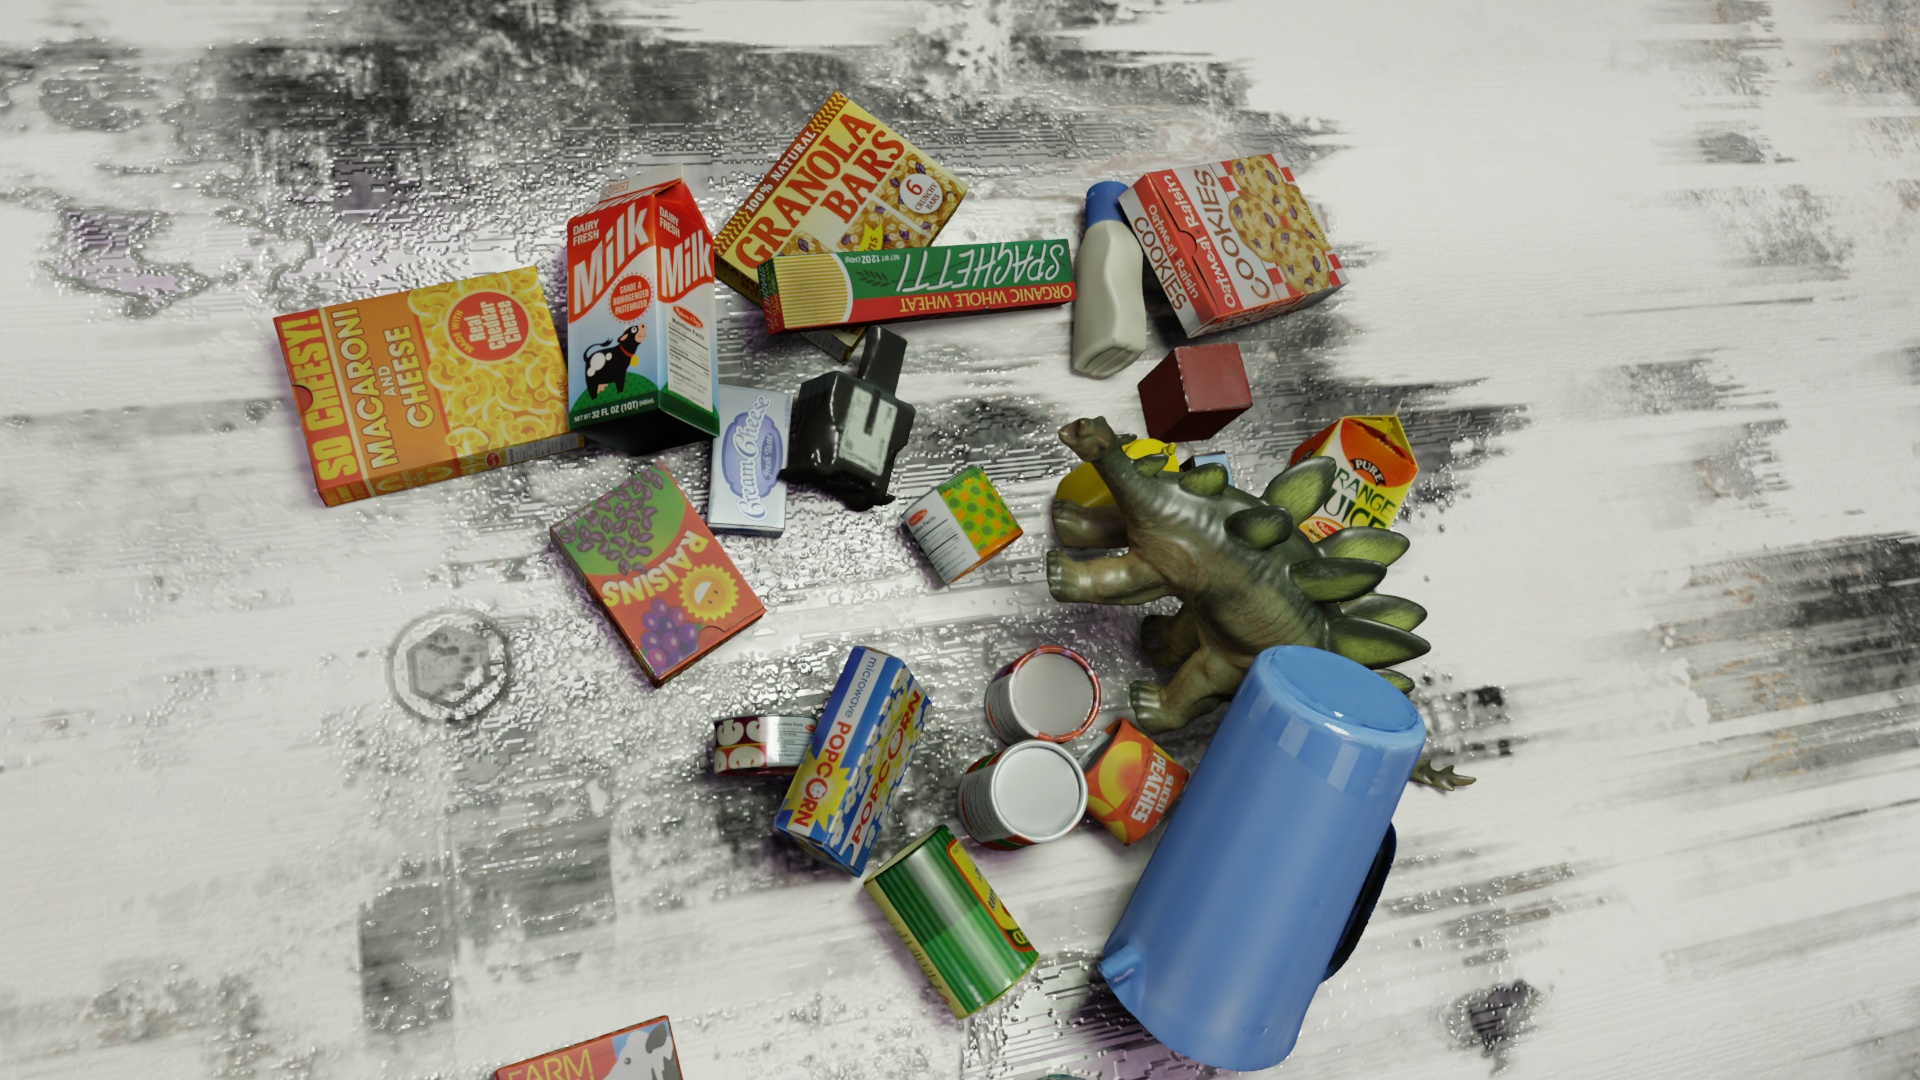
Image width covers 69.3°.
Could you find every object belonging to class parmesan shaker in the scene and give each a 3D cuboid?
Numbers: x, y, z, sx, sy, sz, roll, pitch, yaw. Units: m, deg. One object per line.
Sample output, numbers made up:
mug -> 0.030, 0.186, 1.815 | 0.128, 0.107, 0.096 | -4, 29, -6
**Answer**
parmesan shaker -> -0.006, 0.240, 0.881 | 0.071, 0.071, 0.103 | -34, 85, -21

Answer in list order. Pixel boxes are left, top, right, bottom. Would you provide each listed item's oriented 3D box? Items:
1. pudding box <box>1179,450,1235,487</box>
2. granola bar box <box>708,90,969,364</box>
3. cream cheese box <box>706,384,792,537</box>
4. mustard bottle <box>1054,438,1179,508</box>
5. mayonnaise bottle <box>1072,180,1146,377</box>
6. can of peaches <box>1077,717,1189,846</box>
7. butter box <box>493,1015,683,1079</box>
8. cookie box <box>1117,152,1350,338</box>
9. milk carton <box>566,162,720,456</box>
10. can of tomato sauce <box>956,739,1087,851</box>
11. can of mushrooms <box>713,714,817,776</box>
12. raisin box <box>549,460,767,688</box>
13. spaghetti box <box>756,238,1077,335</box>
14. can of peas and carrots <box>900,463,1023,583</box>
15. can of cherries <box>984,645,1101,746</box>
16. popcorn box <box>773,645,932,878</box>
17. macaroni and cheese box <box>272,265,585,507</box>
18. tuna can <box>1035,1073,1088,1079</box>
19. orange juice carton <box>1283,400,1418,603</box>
pudding box -> 0.182, -0.019, 1.021 | 0.030, 0.049, 0.084 | -6, 76, -18
granola bar box -> -0.089, -0.230, 1.016 | 0.124, 0.039, 0.166 | 35, 68, -4
cream cheese box -> -0.145, -0.055, 0.956 | 0.053, 0.024, 0.104 | 5, 73, -13
mustard bottle -> 0.112, -0.036, 0.949 | 0.065, 0.159, 0.049 | 4, 75, -13
mayonnaise bottle -> 0.113, -0.201, 1.052 | 0.041, 0.064, 0.148 | 14, 66, -25
can of peaches -> 0.112, 0.162, 0.937 | 0.058, 0.071, 0.071 | 41, 68, 0
butter box -> -0.218, 0.323, 0.824 | 0.104, 0.024, 0.053 | -12, 78, -18
cookie box -> 0.214, -0.231, 1.072 | 0.168, 0.040, 0.123 | -19, 80, -38
milk carton -> -0.213, -0.160, 0.930 | 0.072, 0.073, 0.191 | -10, 74, 21
can of tomato sauce -> 0.041, 0.167, 0.909 | 0.071, 0.083, 0.071 | 4, 73, -14
can of mushrooms -> -0.126, 0.131, 0.886 | 0.071, 0.071, 0.033 | 0, 75, -15
raisin box -> -0.198, 0.022, 0.911 | 0.086, 0.040, 0.123 | -34, 86, -22
spaghetti box -> -0.023, -0.183, 0.990 | 0.251, 0.028, 0.050 | -11, 94, -32
can of peas and carrots -> 0.003, -0.012, 0.963 | 0.071, 0.070, 0.059 | -31, 85, -21
can of cherries -> 0.058, 0.107, 0.945 | 0.071, 0.058, 0.071 | 4, 73, -14
popcorn box -> -0.065, 0.141, 0.884 | 0.038, 0.085, 0.127 | 16, 68, 19
macaroni and cheese box -> -0.345, -0.103, 0.908 | 0.167, 0.040, 0.124 | -16, 78, -19
tuna can -> 0.065, 0.372, 0.881 | 0.071, 0.032, 0.071 | 4, 73, -14
orange juice carton -> 0.274, -0.021, 1.035 | 0.073, 0.071, 0.193 | 34, 69, -4
